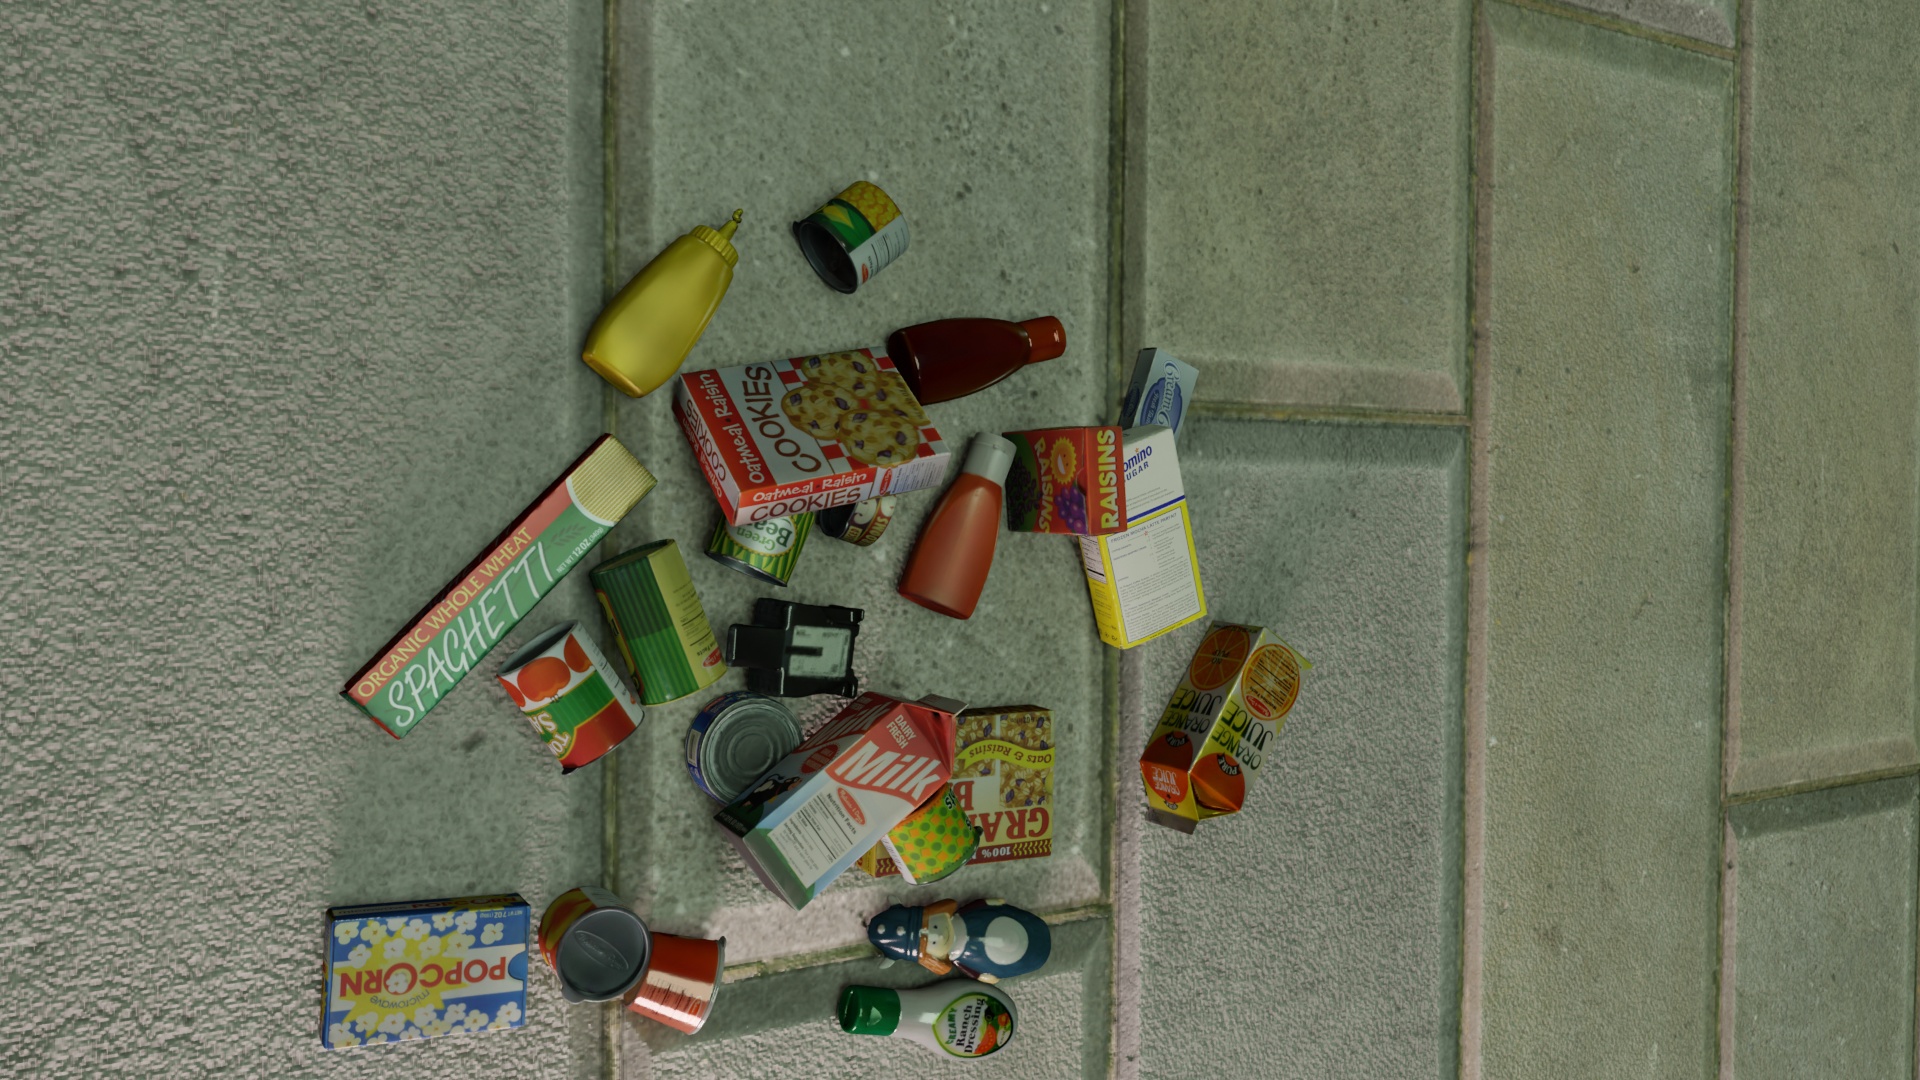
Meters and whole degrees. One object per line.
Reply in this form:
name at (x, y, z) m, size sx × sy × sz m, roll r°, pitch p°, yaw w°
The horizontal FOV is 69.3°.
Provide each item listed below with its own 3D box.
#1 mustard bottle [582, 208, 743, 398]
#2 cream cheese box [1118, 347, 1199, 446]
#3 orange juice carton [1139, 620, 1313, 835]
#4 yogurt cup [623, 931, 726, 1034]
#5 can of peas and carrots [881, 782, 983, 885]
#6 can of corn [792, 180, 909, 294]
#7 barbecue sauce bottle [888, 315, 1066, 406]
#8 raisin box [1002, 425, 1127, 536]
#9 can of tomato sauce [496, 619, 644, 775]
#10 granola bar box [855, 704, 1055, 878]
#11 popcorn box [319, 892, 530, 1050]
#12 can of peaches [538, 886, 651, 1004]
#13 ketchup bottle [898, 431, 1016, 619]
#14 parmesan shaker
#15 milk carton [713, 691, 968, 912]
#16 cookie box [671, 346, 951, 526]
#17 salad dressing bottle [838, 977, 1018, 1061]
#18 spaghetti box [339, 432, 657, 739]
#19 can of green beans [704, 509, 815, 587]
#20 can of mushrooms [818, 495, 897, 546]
mustard bottle at (-0.203, -0.178, 1.001) m, size 0.065 × 0.049 × 0.161 m, roll 43°, pitch 71°, yaw -24°
cream cheese box at (0.171, -0.113, 1.225) m, size 0.053 × 0.024 × 0.104 m, roll 22°, pitch 81°, yaw -29°
orange juice carton at (0.228, 0.172, 1.238) m, size 0.073 × 0.072 × 0.193 m, roll 38°, pitch 74°, yaw -25°
yogurt cup at (-0.208, 0.317, 1.005) m, size 0.054 × 0.072 × 0.072 m, roll 23°, pitch 81°, yaw -19°
can of peas and carrots at (-0.025, 0.217, 1.055) m, size 0.071 × 0.071 × 0.058 m, roll -36°, pitch 108°, yaw -23°
can of corn at (-0.083, -0.233, 1.058) m, size 0.058 × 0.071 × 0.071 m, roll -42°, pitch 110°, yaw -22°
barbecue sauce bottle at (0.016, -0.153, 1.127) m, size 0.149 × 0.043 × 0.064 m, roll -16°, pitch 99°, yaw -28°
raisin box at (0.082, -0.049, 1.121) m, size 0.040 × 0.123 × 0.086 m, roll -5°, pitch 95°, yaw -29°
can of tomato sauce at (-0.271, 0.108, 0.961) m, size 0.071 × 0.071 × 0.083 m, roll -38°, pitch 108°, yaw -23°
granola bar box at (-0.002, 0.201, 1.129) m, size 0.166 × 0.039 × 0.124 m, roll 0°, pitch 92°, yaw -29°
popcorn box at (-0.359, 0.288, 0.934) m, size 0.127 × 0.038 × 0.085 m, roll 3°, pitch 89°, yaw -29°
can of peaches at (-0.260, 0.284, 0.978) m, size 0.071 × 0.058 × 0.071 m, roll -2°, pitch 93°, yaw -29°
ketchup bottle at (0.004, -0.014, 1.123) m, size 0.065 × 0.043 × 0.149 m, roll 24°, pitch 79°, yaw -15°
parmesan shaker at (-0.216, 0.057, 0.994) m, size 0.071 × 0.071 × 0.103 m, roll -26°, pitch 103°, yaw -26°
milk carton at (-0.078, 0.176, 1.025) m, size 0.191 × 0.072 × 0.073 m, roll -39°, pitch 107°, yaw -20°
cookie box at (-0.110, -0.079, 1.021) m, size 0.168 × 0.040 × 0.123 m, roll -13°, pitch 53°, yaw -28°
salad dressing bottle at (-0.026, 0.383, 1.119) m, size 0.148 × 0.044 × 0.064 m, roll 15°, pitch 85°, yaw -28°
spaghetti box at (-0.313, 0.029, 0.957) m, size 0.251 × 0.028 × 0.050 m, roll -49°, pitch 112°, yaw -19°
can of green beans at (-0.148, -0.004, 1.027) m, size 0.071 × 0.071 × 0.058 m, roll 27°, pitch 79°, yaw -27°
can of mushrooms at (-0.079, -0.028, 1.063) m, size 0.033 × 0.071 × 0.071 m, roll 20°, pitch 82°, yaw -30°
